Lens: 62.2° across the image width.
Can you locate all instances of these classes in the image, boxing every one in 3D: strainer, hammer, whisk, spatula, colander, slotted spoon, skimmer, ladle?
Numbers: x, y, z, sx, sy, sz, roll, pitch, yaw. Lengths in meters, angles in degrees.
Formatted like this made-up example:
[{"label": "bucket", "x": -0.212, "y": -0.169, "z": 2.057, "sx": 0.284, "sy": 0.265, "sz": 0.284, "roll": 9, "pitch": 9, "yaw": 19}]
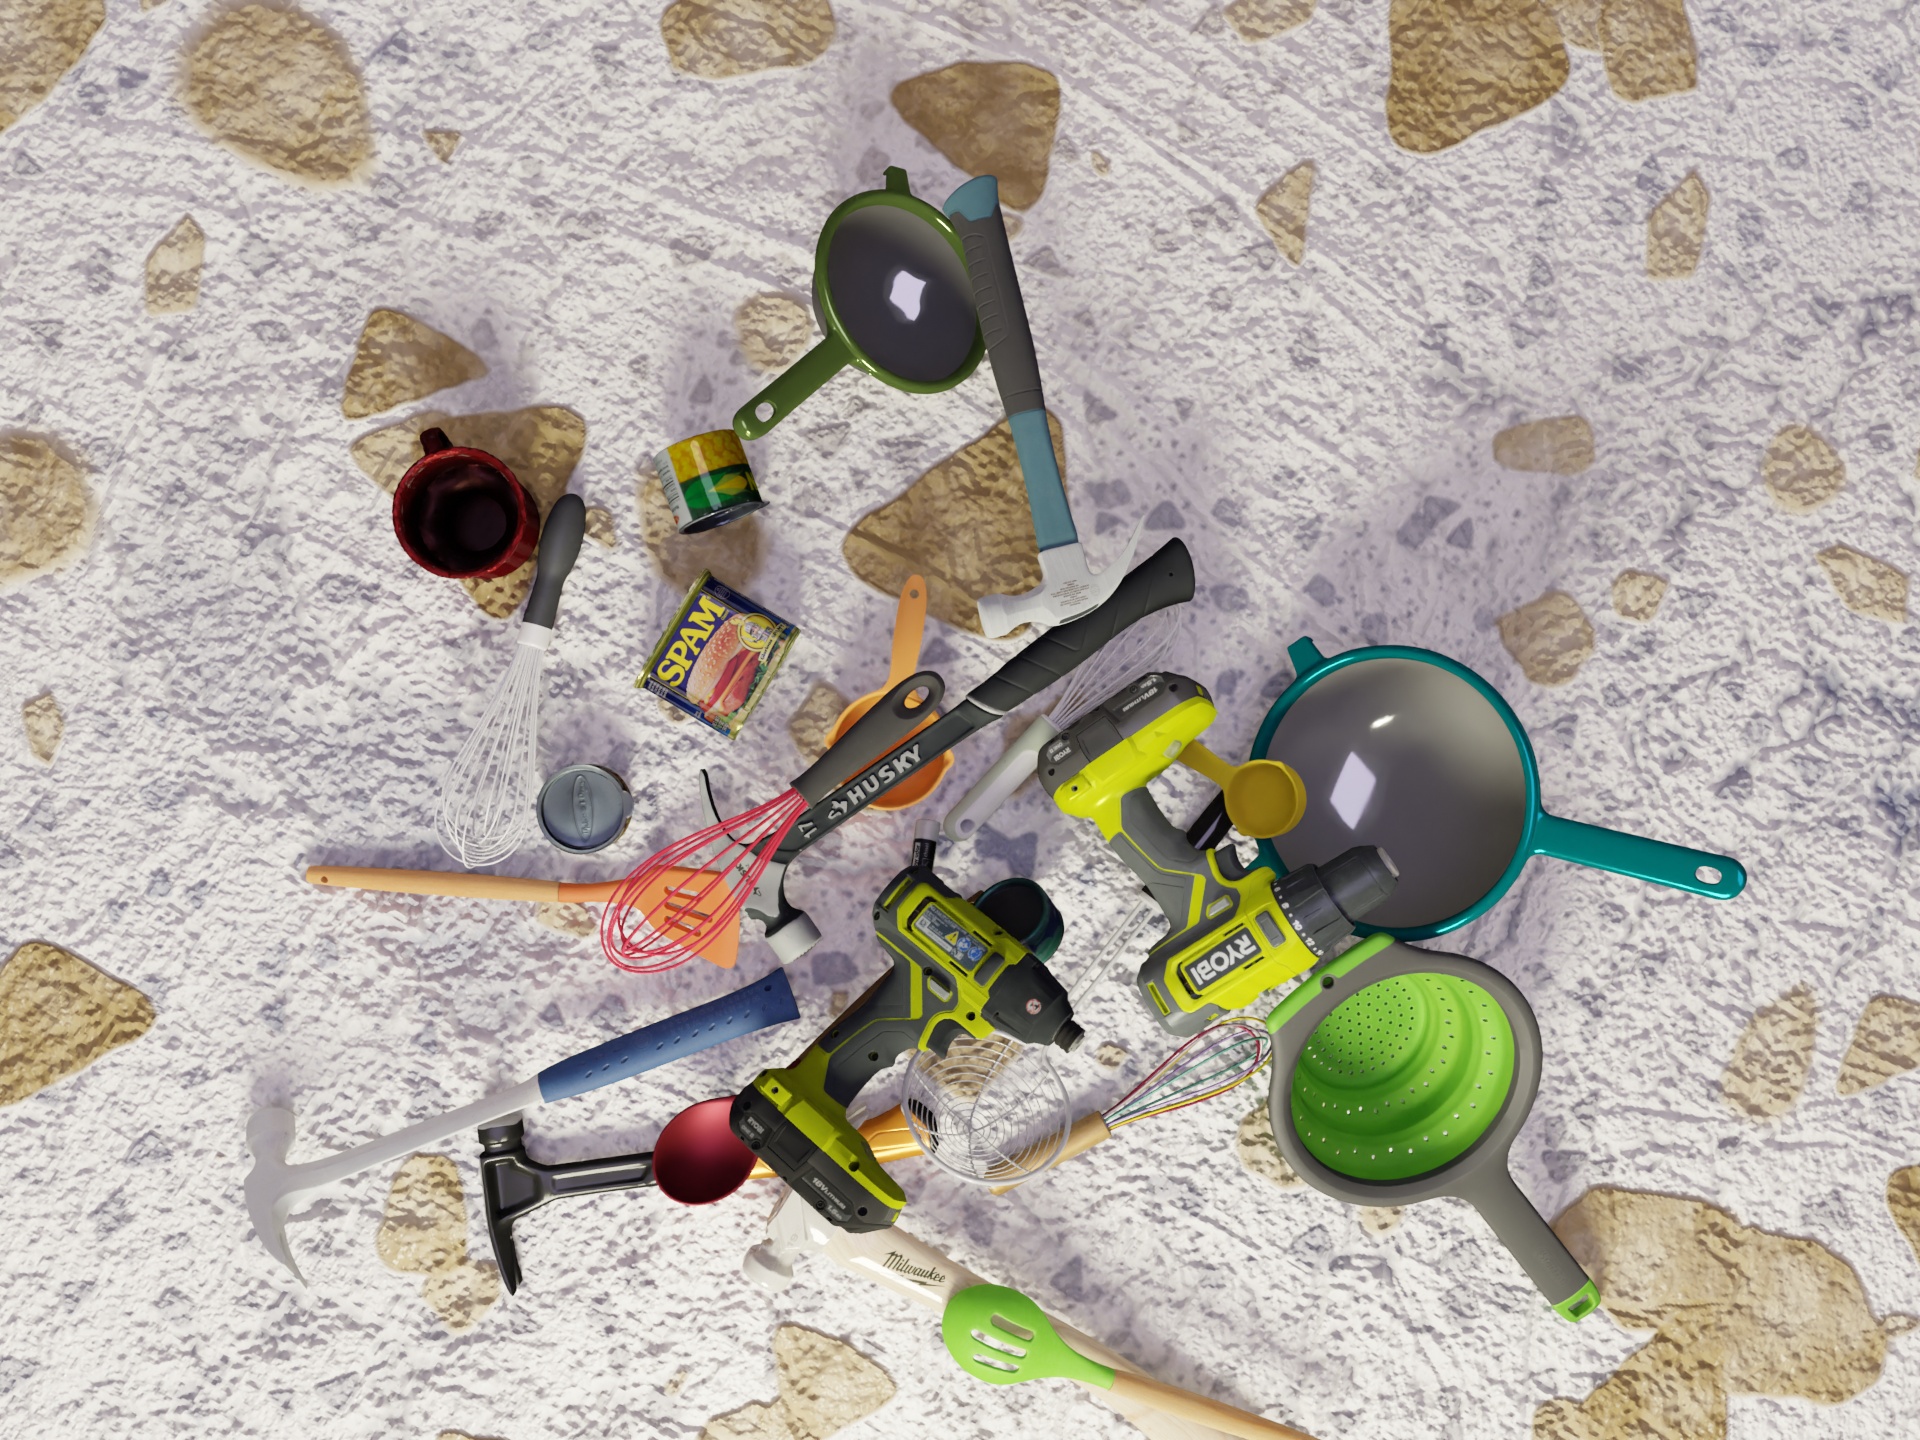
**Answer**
[{"label": "strainer", "x": 0.376, "y": 0.065, "z": 1.128, "sx": 0.340, "sy": 0.095, "sz": 0.211, "roll": 15, "pitch": 98, "yaw": 31}, {"label": "hammer", "x": 0.051, "y": 0.440, "z": 1.174, "sx": 0.410, "sy": 0.038, "sz": 0.146, "roll": 32, "pitch": 90, "yaw": -8}, {"label": "whisk", "x": 0.127, "y": 0.291, "z": 1.198, "sx": 0.245, "sy": 0.051, "sz": 0.047, "roll": -29, "pitch": 71, "yaw": 1}, {"label": "spatula", "x": -0.321, "y": 0.129, "z": 1.169, "sx": 0.322, "sy": 0.041, "sz": 0.081, "roll": 4, "pitch": 114, "yaw": -1}, {"label": "hammer", "x": -0.311, "y": 0.274, "z": 1.145, "sx": 0.405, "sy": 0.144, "sz": 0.035, "roll": -20, "pitch": 133, "yaw": -8}, {"label": "colander", "x": 0.358, "y": 0.302, "z": 1.191, "sx": 0.204, "sy": 0.095, "sz": 0.396, "roll": -38, "pitch": 110, "yaw": 4}, {"label": "whisk", "x": 0.075, "y": -0.001, "z": 1.189, "sx": 0.246, "sy": 0.059, "sz": 0.057, "roll": -47, "pitch": 120, "yaw": 2}, {"label": "hammer", "x": 0.043, "y": -0.231, "z": 1.135, "sx": 0.128, "sy": 0.033, "sz": 0.331, "roll": -13, "pitch": 83, "yaw": -3}, {"label": "hammer", "x": -0.002, "y": -0.004, "z": 1.139, "sx": 0.409, "sy": 0.036, "sz": 0.149, "roll": -35, "pitch": 91, "yaw": -4}, {"label": "strainer", "x": -0.085, "y": -0.269, "z": 1.135, "sx": 0.151, "sy": 0.069, "sz": 0.256, "roll": 52, "pitch": 58, "yaw": -17}, {"label": "slotted spoon", "x": 0.133, "y": 0.485, "z": 1.157, "sx": 0.313, "sy": 0.031, "sz": 0.070, "roll": 23, "pitch": 92, "yaw": -10}, {"label": "whisk", "x": -0.320, "y": -0.031, "z": 1.162, "sx": 0.070, "sy": 0.070, "sz": 0.285, "roll": 14, "pitch": 84, "yaw": -3}, {"label": "hammer", "x": -0.183, "y": 0.336, "z": 1.180, "sx": 0.337, "sy": 0.034, "sz": 0.127, "roll": -8, "pitch": 90, "yaw": -3}, {"label": "skimmer", "x": 0.101, "y": 0.178, "z": 1.166, "sx": 0.127, "sy": 0.090, "sz": 0.363, "roll": 38, "pitch": 87, "yaw": 17}, {"label": "ladle", "x": -0.096, "y": 0.234, "z": 1.169, "sx": 0.315, "sy": 0.031, "sz": 0.069, "roll": -42, "pitch": 82, "yaw": -12}, {"label": "whisk", "x": -0.124, "y": 0.065, "z": 1.086, "sx": 0.296, "sy": 0.073, "sz": 0.073, "roll": -41, "pitch": 92, "yaw": -11}]

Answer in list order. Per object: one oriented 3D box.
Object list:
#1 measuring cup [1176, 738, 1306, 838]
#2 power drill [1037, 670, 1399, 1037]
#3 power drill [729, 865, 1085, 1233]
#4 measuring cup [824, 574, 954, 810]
[{"label": "measuring cup", "x": 0.189, "y": 0.032, "z": 1.179, "sx": 0.157, "sy": 0.029, "sz": 0.062, "roll": 36, "pitch": 108, "yaw": 32}, {"label": "power drill", "x": 0.175, "y": 0.082, "z": 1.117, "sx": 0.190, "sy": 0.080, "sz": 0.229, "roll": -36, "pitch": 70, "yaw": 15}, {"label": "power drill", "x": -0.036, "y": 0.235, "z": 1.100, "sx": 0.171, "sy": 0.080, "sz": 0.223, "roll": 37, "pitch": 81, "yaw": 19}, {"label": "measuring cup", "x": -0.046, "y": -0.020, "z": 1.179, "sx": 0.095, "sy": 0.052, "sz": 0.173, "roll": 9, "pitch": 87, "yaw": -4}]
